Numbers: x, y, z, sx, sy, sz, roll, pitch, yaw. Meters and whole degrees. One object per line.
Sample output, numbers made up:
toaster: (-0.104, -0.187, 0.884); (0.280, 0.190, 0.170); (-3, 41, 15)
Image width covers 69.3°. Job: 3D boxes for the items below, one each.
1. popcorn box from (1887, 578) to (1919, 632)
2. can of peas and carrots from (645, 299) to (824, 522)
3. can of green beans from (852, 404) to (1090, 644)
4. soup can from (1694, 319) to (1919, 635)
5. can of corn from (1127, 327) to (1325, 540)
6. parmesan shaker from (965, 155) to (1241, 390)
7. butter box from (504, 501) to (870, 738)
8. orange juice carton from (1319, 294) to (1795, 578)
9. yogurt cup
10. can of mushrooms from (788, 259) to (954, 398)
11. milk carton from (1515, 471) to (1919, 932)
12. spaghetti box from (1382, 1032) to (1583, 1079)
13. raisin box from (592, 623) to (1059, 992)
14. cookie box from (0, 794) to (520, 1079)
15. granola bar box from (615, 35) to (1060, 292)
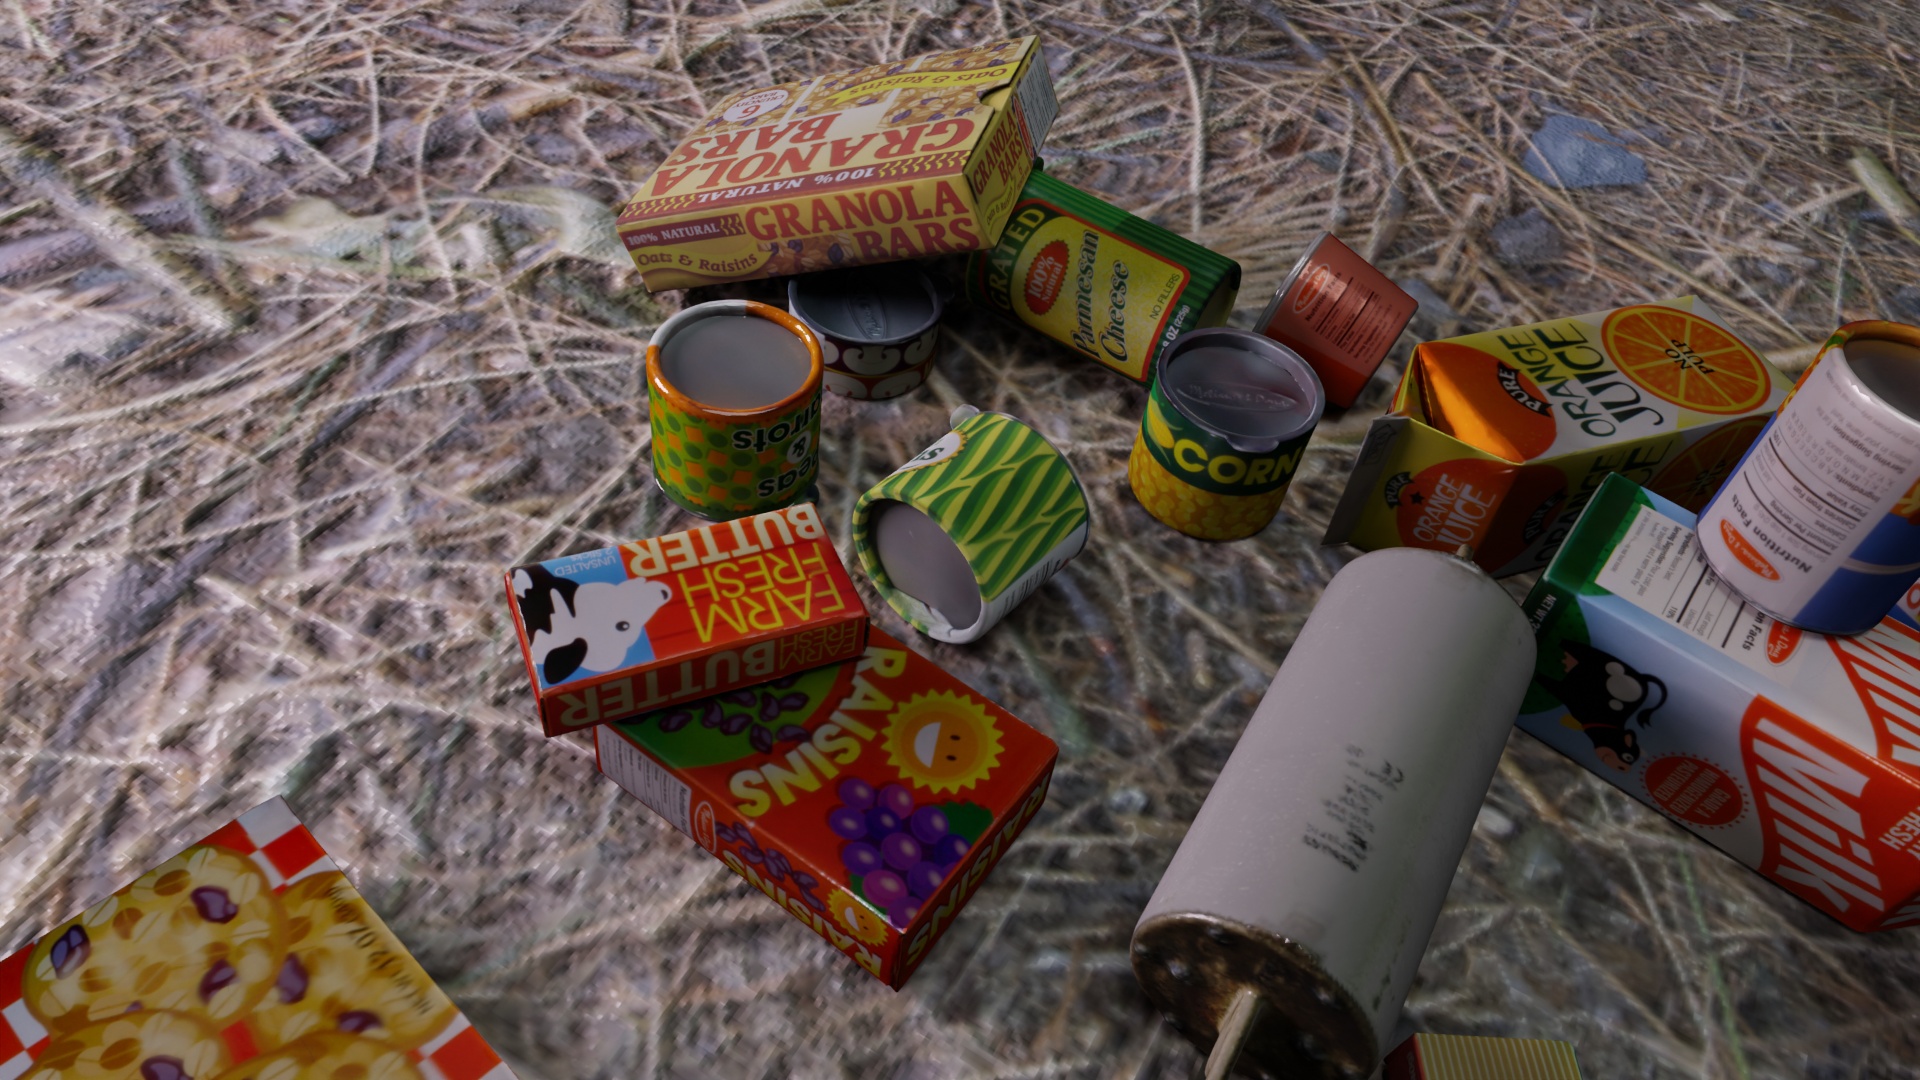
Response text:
popcorn box: (0.406, 0.029, 0.529); (0.085, 0.038, 0.127); (13, 25, 2)
can of peas and carrots: (-0.084, -0.049, 0.532); (0.071, 0.058, 0.071); (4, 48, -5)
can of green beans: (0.003, -0.005, 0.503); (0.071, 0.070, 0.058); (36, 53, 22)
soup can: (0.298, -0.021, 0.458); (0.071, 0.083, 0.072); (6, 45, -6)
can of corn: (0.105, -0.040, 0.557); (0.071, 0.058, 0.071); (5, 48, -5)
parmesan shaker: (0.064, -0.115, 0.608); (0.103, 0.071, 0.072); (29, 50, 16)
butter box: (-0.085, 0.023, 0.438); (0.104, 0.024, 0.053); (-13, 50, -20)
orange juice carton: (0.237, -0.040, 0.569); (0.193, 0.071, 0.073); (-12, 51, -20)
yogurt cup: (0.164, -0.095, 0.614); (0.054, 0.072, 0.073); (34, 51, 10)
can of mushrooms: (-0.039, -0.094, 0.598); (0.071, 0.033, 0.071); (5, 47, -5)
milk carton: (0.289, 0.065, 0.485); (0.191, 0.072, 0.074); (33, 51, 20)
spaghetti box: (0.152, 0.244, 0.329); (0.050, 0.028, 0.251); (5, 48, -4)
raisin box: (-0.043, 0.071, 0.446); (0.123, 0.039, 0.086); (31, 50, 19)
cookie box: (-0.209, 0.159, 0.339); (0.123, 0.040, 0.168); (38, 52, 23)
granola bar box: (-0.051, -0.166, 0.610); (0.165, 0.039, 0.125); (-2, 41, 23)
